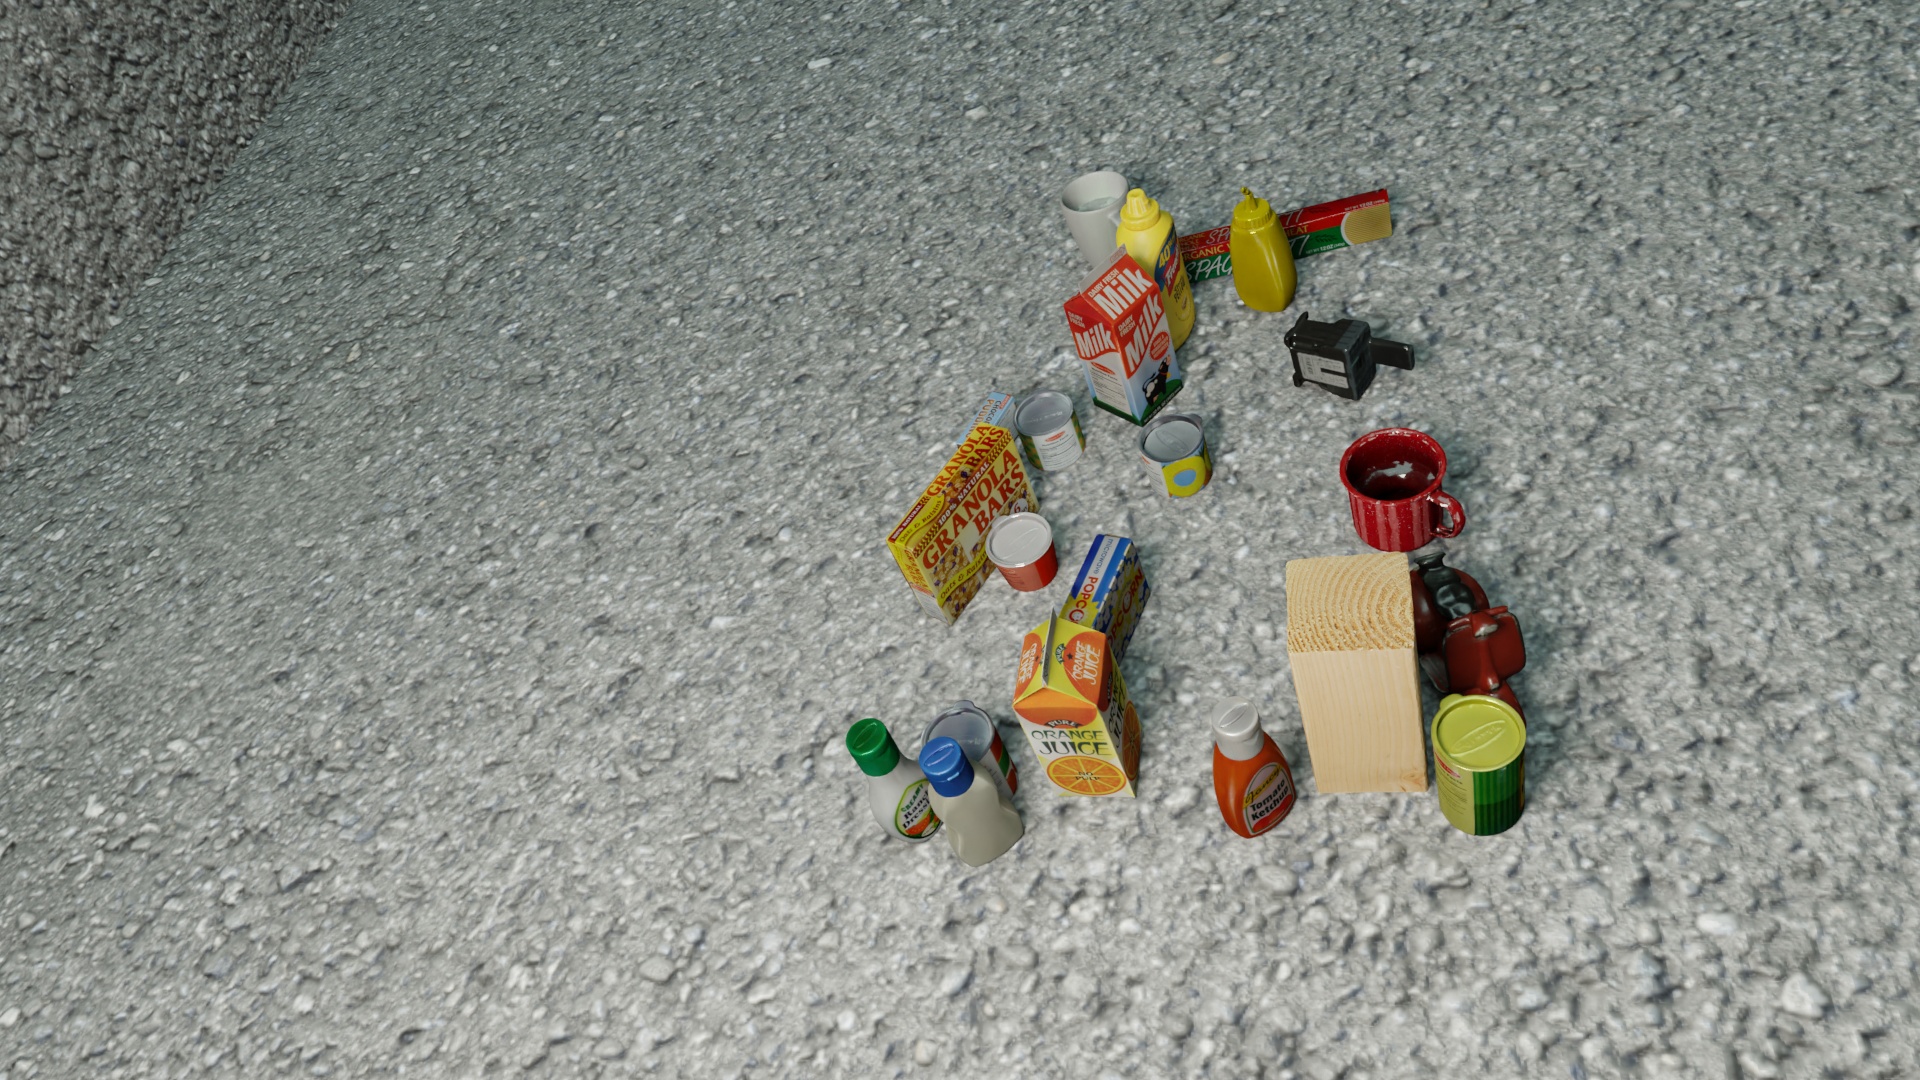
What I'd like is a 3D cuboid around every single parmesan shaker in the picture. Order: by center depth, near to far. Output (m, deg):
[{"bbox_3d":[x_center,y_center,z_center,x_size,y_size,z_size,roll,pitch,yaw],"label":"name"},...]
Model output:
[{"bbox_3d":[0.399,0.173,1.072,0.071,0.102,0.072,-11,48,13],"label":"parmesan shaker"}]

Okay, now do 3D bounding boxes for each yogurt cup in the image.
[{"bbox_3d":[0.064,0.014,1.379,0.072,0.053,0.073,-11,48,13],"label":"yogurt cup"}]

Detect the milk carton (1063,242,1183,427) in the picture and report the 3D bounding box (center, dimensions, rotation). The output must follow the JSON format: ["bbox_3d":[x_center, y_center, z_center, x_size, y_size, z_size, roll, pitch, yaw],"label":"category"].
[{"bbox_3d":[0.167,-0.215,1.443,0.072,0.189,0.073,-44,49,-17],"label":"milk carton"}]

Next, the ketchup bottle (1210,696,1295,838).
[{"bbox_3d":[0.228,0.178,1.105,0.065,0.148,0.043,-38,47,-11],"label":"ketchup bottle"}]

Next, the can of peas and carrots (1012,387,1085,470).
[{"bbox_3d":[0.094,-0.118,1.479,0.071,0.058,0.071,-11,48,13],"label":"can of peas and carrots"}]

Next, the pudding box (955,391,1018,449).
[{"bbox_3d":[0.033,-0.115,1.507,0.030,0.049,0.084,15,58,32],"label":"pudding box"}]

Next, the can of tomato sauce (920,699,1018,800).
[{"bbox_3d":[0.009,0.193,1.225,0.071,0.082,0.071,-11,48,13],"label":"can of tomato sauce"}]

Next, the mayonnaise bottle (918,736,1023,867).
[{"bbox_3d":[0.005,0.216,1.161,0.065,0.147,0.041,-33,47,-7],"label":"mayonnaise bottle"}]

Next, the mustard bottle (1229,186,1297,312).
[{"bbox_3d":[0.321,-0.317,1.490,0.065,0.159,0.049,18,60,33],"label":"mustard bottle"}]

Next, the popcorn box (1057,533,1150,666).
[{"bbox_3d":[0.130,0.068,1.283,0.038,0.085,0.127,9,55,29],"label":"popcorn box"}]

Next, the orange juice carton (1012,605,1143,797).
[{"bbox_3d":[0.096,0.138,1.162,0.073,0.191,0.072,-3,50,20],"label":"orange juice carton"}]

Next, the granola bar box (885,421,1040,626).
[{"bbox_3d":[0.005,-0.017,1.382,0.039,0.123,0.166,20,61,34],"label":"granola bar box"}]

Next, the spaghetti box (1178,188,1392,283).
[{"bbox_3d":[0.359,-0.342,1.573,0.250,0.050,0.029,-11,48,13],"label":"spaghetti box"}]

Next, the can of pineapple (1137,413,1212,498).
[{"bbox_3d":[0.219,-0.086,1.401,0.071,0.057,0.071,-11,48,13],"label":"can of pineapple"}]

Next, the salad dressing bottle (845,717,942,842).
[{"bbox_3d":[-0.057,0.207,1.196,0.044,0.147,0.064,28,66,38],"label":"salad dressing bottle"}]
